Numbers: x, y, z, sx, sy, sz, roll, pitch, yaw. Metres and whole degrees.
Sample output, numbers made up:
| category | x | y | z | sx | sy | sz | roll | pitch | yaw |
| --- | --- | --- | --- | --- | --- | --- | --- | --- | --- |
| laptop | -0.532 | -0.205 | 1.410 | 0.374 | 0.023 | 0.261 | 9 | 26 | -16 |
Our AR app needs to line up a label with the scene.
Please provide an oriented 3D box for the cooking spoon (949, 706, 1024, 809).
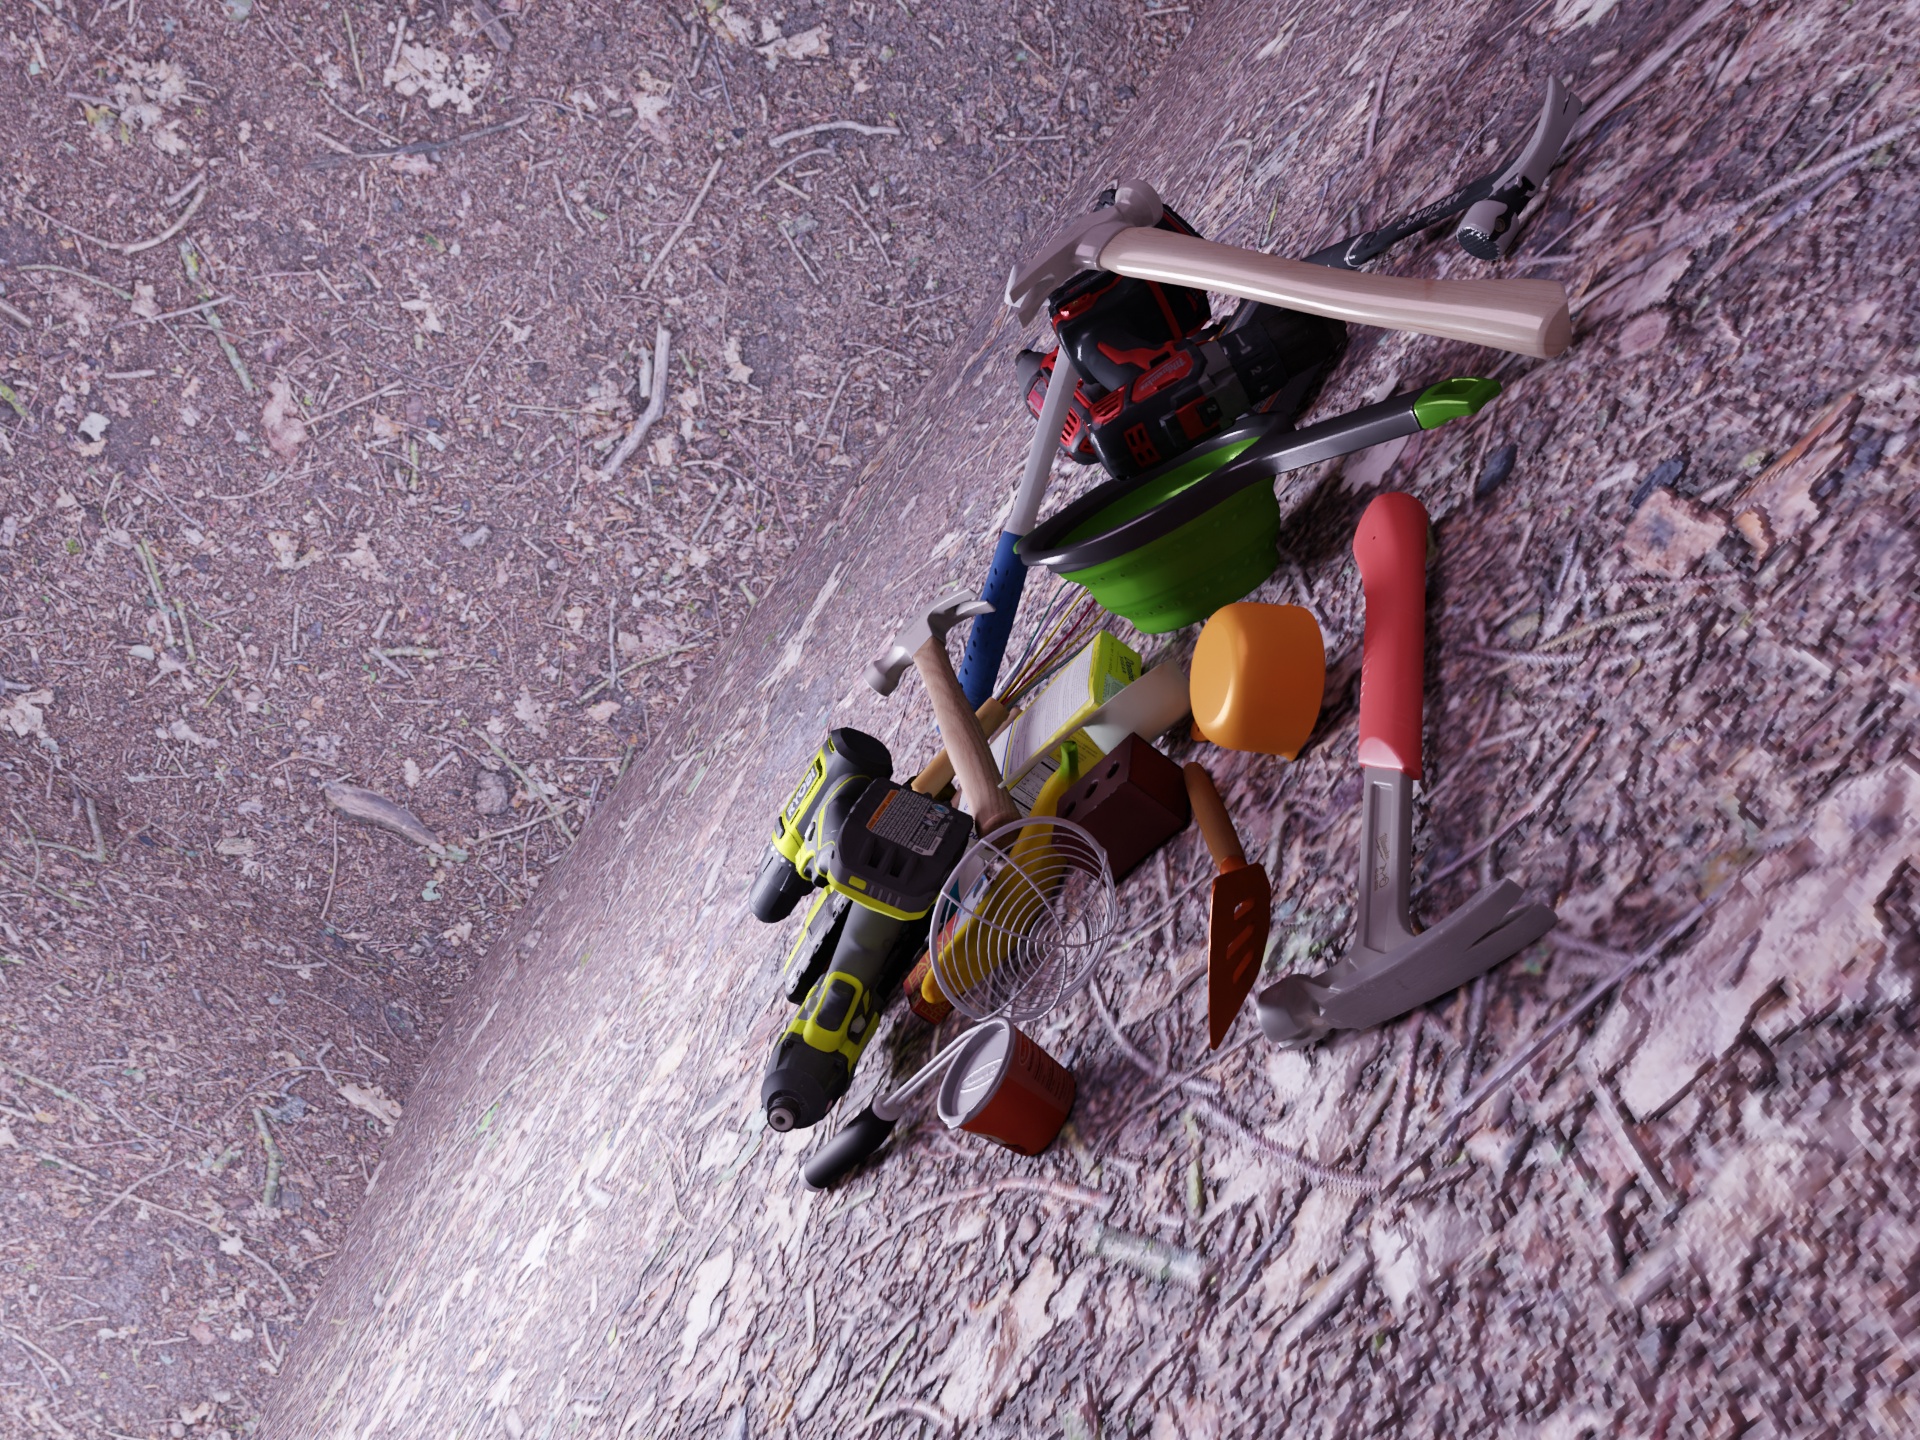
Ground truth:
| category | x | y | z | sx | sy | sz | roll | pitch | yaw |
| --- | --- | --- | --- | --- | --- | --- | --- | --- | --- |
| cooking spoon | -0.035 | 0.123 | 1.328 | 0.319 | 0.017 | 0.069 | -57 | 9 | -7 |

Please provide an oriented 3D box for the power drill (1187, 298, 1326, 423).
| category | x | y | z | sx | sy | sz | roll | pitch | yaw |
| --- | --- | --- | --- | --- | --- | --- | --- | --- | --- |
| power drill | 0.220 | -0.289 | 1.318 | 0.164 | 0.084 | 0.226 | -57 | 12 | -9 |

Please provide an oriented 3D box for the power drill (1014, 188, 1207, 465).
| category | x | y | z | sx | sy | sz | roll | pitch | yaw |
| --- | --- | --- | --- | --- | --- | --- | --- | --- | --- |
| power drill | 0.129 | -0.357 | 1.441 | 0.143 | 0.078 | 0.219 | 55 | 129 | 33 |

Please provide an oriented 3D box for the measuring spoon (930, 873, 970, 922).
| category | x | y | z | sx | sy | sz | roll | pitch | yaw |
| --- | --- | --- | --- | --- | --- | --- | --- | --- | --- |
| measuring spoon | -0.037 | 0.160 | 1.257 | 0.128 | 0.021 | 0.042 | -46 | 19 | 32 |

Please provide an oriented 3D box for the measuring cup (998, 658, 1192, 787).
| category | x | y | z | sx | sy | sz | roll | pitch | yaw |
| --- | --- | --- | --- | --- | --- | --- | --- | --- | --- |
| measuring cup | 0.091 | 0.015 | 1.032 | 0.167 | 0.038 | 0.083 | -33 | -8 | -35 |

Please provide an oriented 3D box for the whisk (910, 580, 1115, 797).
| category | x | y | z | sx | sy | sz | roll | pitch | yaw |
| --- | --- | --- | --- | --- | --- | --- | --- | --- | --- |
| whisk | 0.045 | -0.030 | 1.282 | 0.245 | 0.051 | 0.047 | -47 | 3 | -7 |

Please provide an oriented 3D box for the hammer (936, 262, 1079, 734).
| category | x | y | z | sx | sy | sz | roll | pitch | yaw |
| --- | --- | --- | --- | --- | --- | --- | --- | --- | --- |
| hammer | 0.059 | -0.168 | 1.354 | 0.035 | 0.144 | 0.405 | -87 | 13 | -70 |

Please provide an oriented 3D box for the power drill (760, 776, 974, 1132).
| category | x | y | z | sx | sy | sz | roll | pitch | yaw |
| --- | --- | --- | --- | --- | --- | --- | --- | --- | --- |
| power drill | -0.072 | 0.166 | 1.096 | 0.171 | 0.080 | 0.223 | -56 | -12 | -70 |

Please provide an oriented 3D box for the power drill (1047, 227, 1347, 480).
| category | x | y | z | sx | sy | sz | roll | pitch | yaw |
| --- | --- | --- | --- | --- | --- | --- | --- | --- | --- |
| power drill | 0.163 | -0.276 | 1.152 | 0.188 | 0.080 | 0.227 | -28 | 35 | 10 |

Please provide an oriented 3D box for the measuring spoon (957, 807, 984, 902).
| category | x | y | z | sx | sy | sz | roll | pitch | yaw |
| --- | --- | --- | --- | --- | --- | --- | --- | --- | --- |
| measuring spoon | 0.011 | 0.108 | 1.239 | 0.034 | 0.018 | 0.124 | -14 | 36 | 13 |

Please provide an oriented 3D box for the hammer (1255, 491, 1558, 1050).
| category | x | y | z | sx | sy | sz | roll | pitch | yaw |
| --- | --- | --- | --- | --- | --- | --- | --- | --- | --- |
| hammer | 0.225 | -0.005 | 0.804 | 0.149 | 0.036 | 0.359 | -41 | 22 | 41 |

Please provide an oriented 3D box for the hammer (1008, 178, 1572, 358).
| category | x | y | z | sx | sy | sz | roll | pitch | yaw |
| --- | --- | --- | --- | --- | --- | --- | --- | --- | --- |
| hammer | 0.207 | -0.284 | 1.051 | 0.146 | 0.038 | 0.411 | -44 | 42 | -17 |

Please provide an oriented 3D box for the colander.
| category | x | y | z | sx | sy | sz | roll | pitch | yaw |
| --- | --- | --- | --- | --- | --- | --- | --- | --- | --- |
| colander | 0.194 | -0.130 | 1.024 | 0.204 | 0.094 | 0.397 | -37 | 15 | -29 |

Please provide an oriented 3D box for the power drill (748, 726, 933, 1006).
| category | x | y | z | sx | sy | sz | roll | pitch | yaw |
| --- | --- | --- | --- | --- | --- | --- | --- | --- | --- |
| power drill | -0.108 | 0.136 | 1.304 | 0.190 | 0.080 | 0.229 | -58 | 27 | 19 |

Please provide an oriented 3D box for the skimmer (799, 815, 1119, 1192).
| category | x | y | z | sx | sy | sz | roll | pitch | yaw |
| --- | --- | --- | --- | --- | --- | --- | --- | --- | --- |
| skimmer | -0.024 | 0.195 | 1.020 | 0.363 | 0.127 | 0.090 | -50 | 45 | 41 |

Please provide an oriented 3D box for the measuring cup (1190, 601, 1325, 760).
| category | x | y | z | sx | sy | sz | roll | pitch | yaw |
| --- | --- | --- | --- | --- | --- | --- | --- | --- | --- |
| measuring cup | 0.155 | -0.015 | 0.955 | 0.173 | 0.052 | 0.095 | 140 | 134 | -68 |

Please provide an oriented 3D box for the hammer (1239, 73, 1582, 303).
| category | x | y | z | sx | sy | sz | roll | pitch | yaw |
| --- | --- | --- | --- | --- | --- | --- | --- | --- | --- |
| hammer | 0.332 | -0.385 | 1.263 | 0.149 | 0.036 | 0.409 | -57 | 15 | -9 |

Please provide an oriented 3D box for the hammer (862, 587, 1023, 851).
| category | x | y | z | sx | sy | sz | roll | pitch | yaw |
| --- | --- | --- | --- | --- | --- | --- | --- | --- | --- |
| hammer | -0.002 | -0.004 | 1.242 | 0.130 | 0.031 | 0.332 | -47 | 29 | 14 |

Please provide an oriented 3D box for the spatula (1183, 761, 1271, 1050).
| category | x | y | z | sx | sy | sz | roll | pitch | yaw |
| --- | --- | --- | --- | --- | --- | --- | --- | --- | --- |
| spatula | 0.132 | 0.070 | 0.844 | 0.323 | 0.041 | 0.081 | -83 | -8 | -76 |
